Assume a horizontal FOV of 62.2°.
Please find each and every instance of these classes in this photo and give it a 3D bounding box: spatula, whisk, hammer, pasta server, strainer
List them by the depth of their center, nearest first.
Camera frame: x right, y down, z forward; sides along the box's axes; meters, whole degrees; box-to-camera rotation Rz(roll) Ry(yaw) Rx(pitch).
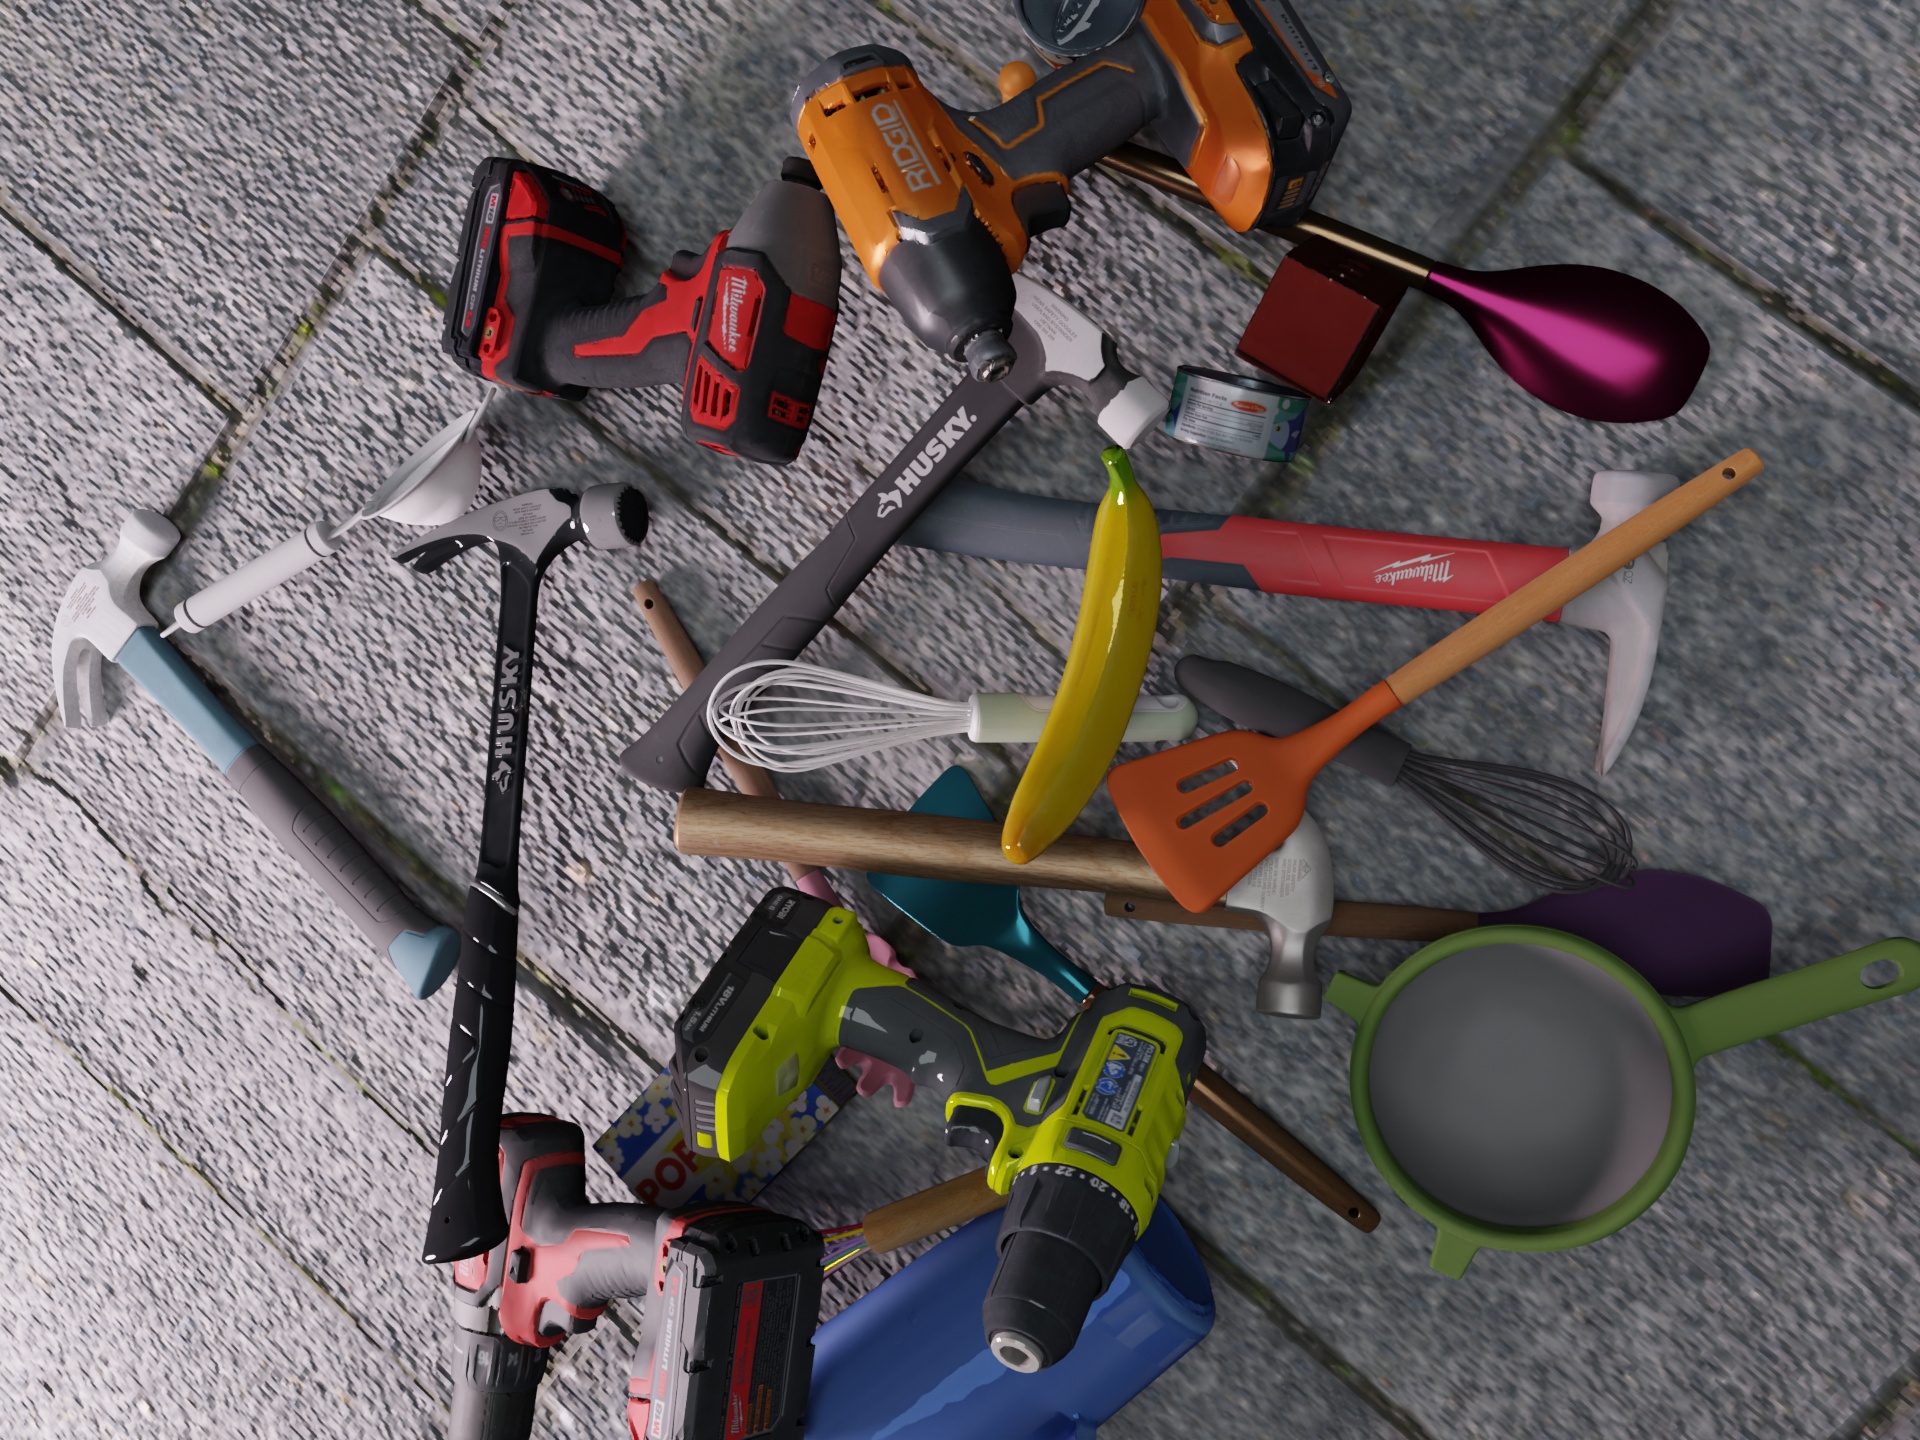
[{"bbox_3d":[0.219,-0.027,0.730,0.322,0.041,0.081,-35,73,13],"label":"spatula"},{"bbox_3d":[0.309,0.148,0.742,0.256,0.069,0.151,-22,86,13],"label":"strainer"},{"bbox_3d":[0.212,0.023,0.771,0.239,0.055,0.055,25,99,16],"label":"whisk"},{"bbox_3d":[0.229,0.098,0.785,0.316,0.018,0.060,2,91,13],"label":"spatula"},{"bbox_3d":[0.139,-0.068,0.789,0.386,0.038,0.143,7,97,14],"label":"hammer"},{"bbox_3d":[-0.001,-0.003,0.789,0.246,0.058,0.059,0,117,-9],"label":"whisk"},{"bbox_3d":[0.019,0.064,0.798,0.331,0.031,0.130,6,78,8],"label":"hammer"},{"bbox_3d":[-0.061,-0.087,0.803,0.146,0.035,0.334,45,107,5],"label":"hammer"},{"bbox_3d":[-0.063,0.266,0.807,0.245,0.051,0.047,-28,94,22],"label":"whisk"},{"bbox_3d":[0.089,0.153,0.823,0.317,0.044,0.082,39,100,4],"label":"spatula"},{"bbox_3d":[-0.250,0.073,0.842,0.149,0.036,0.409,-3,76,19],"label":"hammer"},{"bbox_3d":[-0.097,0.060,0.857,0.060,0.040,0.316,-31,84,5],"label":"pasta server"},{"bbox_3d":[-0.348,-0.105,0.890,0.258,0.087,0.050,-26,120,14],"label":"strainer"},{"bbox_3d":[-0.413,0.032,0.937,0.331,0.033,0.128,44,101,8],"label":"hammer"}]

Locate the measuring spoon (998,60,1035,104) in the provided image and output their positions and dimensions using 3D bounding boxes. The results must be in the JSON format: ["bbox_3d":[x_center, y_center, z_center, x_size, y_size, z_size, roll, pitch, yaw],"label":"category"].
[{"bbox_3d":[0.021,-0.281,0.820,0.021,0.011,0.117,10,96,14],"label":"measuring spoon"}]

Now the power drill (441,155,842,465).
[{"bbox_3d":[-0.154,-0.217,0.800,0.220,0.078,0.143,19,98,32],"label":"power drill"}]

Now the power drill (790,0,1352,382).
[{"bbox_3d":[0.056,-0.249,0.724,0.226,0.084,0.164,-22,74,-12],"label":"power drill"}]

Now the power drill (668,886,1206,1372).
[{"bbox_3d":[-0.015,0.180,0.737,0.228,0.191,0.080,18,132,15],"label":"power drill"}]

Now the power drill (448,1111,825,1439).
[{"bbox_3d":[-0.181,0.310,0.800,0.227,0.080,0.188,3,84,40],"label":"power drill"}]

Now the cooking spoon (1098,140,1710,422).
[{"bbox_3d":[0.203,-0.225,0.773,0.319,0.017,0.068,25,100,11],"label":"cooking spoon"}]
